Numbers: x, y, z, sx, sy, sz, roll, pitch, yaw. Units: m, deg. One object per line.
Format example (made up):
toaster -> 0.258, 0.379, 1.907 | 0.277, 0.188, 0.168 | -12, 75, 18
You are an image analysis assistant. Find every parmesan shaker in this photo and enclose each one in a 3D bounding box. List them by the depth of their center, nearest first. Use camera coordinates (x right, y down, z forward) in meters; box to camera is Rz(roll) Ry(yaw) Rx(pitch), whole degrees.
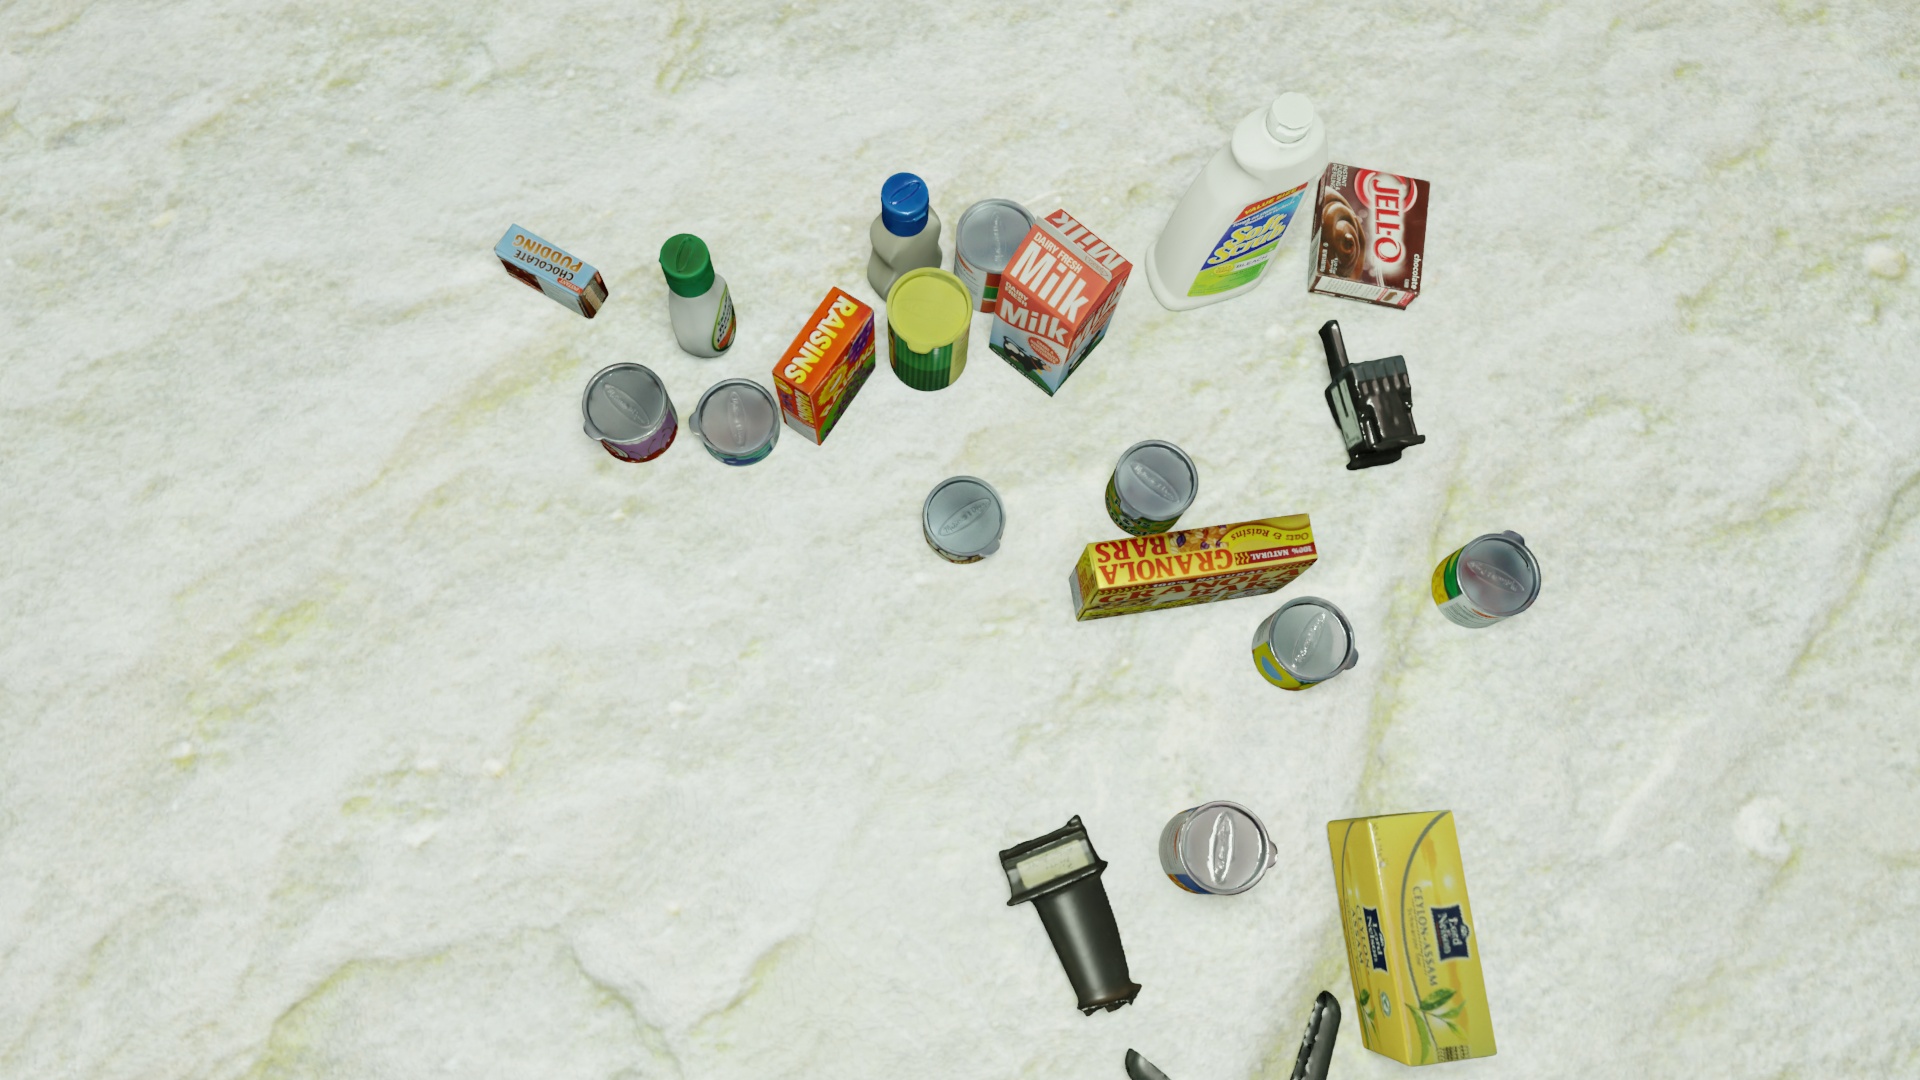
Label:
parmesan shaker -> -0.026, -0.163, 1.107 | 0.071, 0.103, 0.071 | 1, 76, -2

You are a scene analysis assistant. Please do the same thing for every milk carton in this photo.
milk carton -> 0.076, -0.188, 1.073 | 0.072, 0.190, 0.073 | 39, 78, 7

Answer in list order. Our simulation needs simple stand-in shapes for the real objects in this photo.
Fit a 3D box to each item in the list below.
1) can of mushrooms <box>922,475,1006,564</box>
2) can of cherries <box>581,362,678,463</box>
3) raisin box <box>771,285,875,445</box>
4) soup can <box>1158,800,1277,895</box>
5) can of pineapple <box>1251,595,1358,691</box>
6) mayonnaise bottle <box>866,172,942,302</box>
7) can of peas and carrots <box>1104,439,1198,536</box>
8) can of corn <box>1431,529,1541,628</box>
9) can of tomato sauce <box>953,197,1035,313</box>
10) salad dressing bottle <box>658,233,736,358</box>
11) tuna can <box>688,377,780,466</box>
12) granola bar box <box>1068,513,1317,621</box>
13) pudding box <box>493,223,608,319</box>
can of mushrooms -> 0.004, -0.014, 1.105 | 0.071, 0.033, 0.071 | 1, 76, -2
can of cherries -> -0.263, -0.099, 1.102 | 0.071, 0.058, 0.071 | 1, 76, -2
raisin box -> -0.104, -0.134, 1.085 | 0.040, 0.123, 0.086 | 33, 77, 6
soup can -> 0.188, 0.228, 1.025 | 0.071, 0.083, 0.071 | 1, 76, -2
can of pineapple -> 0.266, 0.082, 1.079 | 0.071, 0.057, 0.071 | 1, 76, -2
mayonnaise bottle -> -0.044, -0.241, 1.103 | 0.065, 0.147, 0.041 | -36, 80, -10
can of peas and carrots -> 0.150, -0.038, 1.105 | 0.071, 0.058, 0.071 | 1, 76, -2
can of corn -> 0.416, 0.031, 1.099 | 0.071, 0.058, 0.071 | 1, 76, -2
can of tomato sauce -> 0.030, -0.232, 1.138 | 0.071, 0.083, 0.071 | 1, 76, -2
salad dressing bottle -> -0.205, -0.190, 1.083 | 0.044, 0.147, 0.064 | 12, 76, 1
tuna can -> -0.181, -0.094, 1.118 | 0.071, 0.032, 0.071 | 1, 76, -2
granola bar box -> 0.173, 0.023, 1.057 | 0.166, 0.124, 0.039 | -8, 76, -5
pudding box -> -0.334, -0.220, 1.135 | 0.084, 0.049, 0.030 | 29, 76, 5
